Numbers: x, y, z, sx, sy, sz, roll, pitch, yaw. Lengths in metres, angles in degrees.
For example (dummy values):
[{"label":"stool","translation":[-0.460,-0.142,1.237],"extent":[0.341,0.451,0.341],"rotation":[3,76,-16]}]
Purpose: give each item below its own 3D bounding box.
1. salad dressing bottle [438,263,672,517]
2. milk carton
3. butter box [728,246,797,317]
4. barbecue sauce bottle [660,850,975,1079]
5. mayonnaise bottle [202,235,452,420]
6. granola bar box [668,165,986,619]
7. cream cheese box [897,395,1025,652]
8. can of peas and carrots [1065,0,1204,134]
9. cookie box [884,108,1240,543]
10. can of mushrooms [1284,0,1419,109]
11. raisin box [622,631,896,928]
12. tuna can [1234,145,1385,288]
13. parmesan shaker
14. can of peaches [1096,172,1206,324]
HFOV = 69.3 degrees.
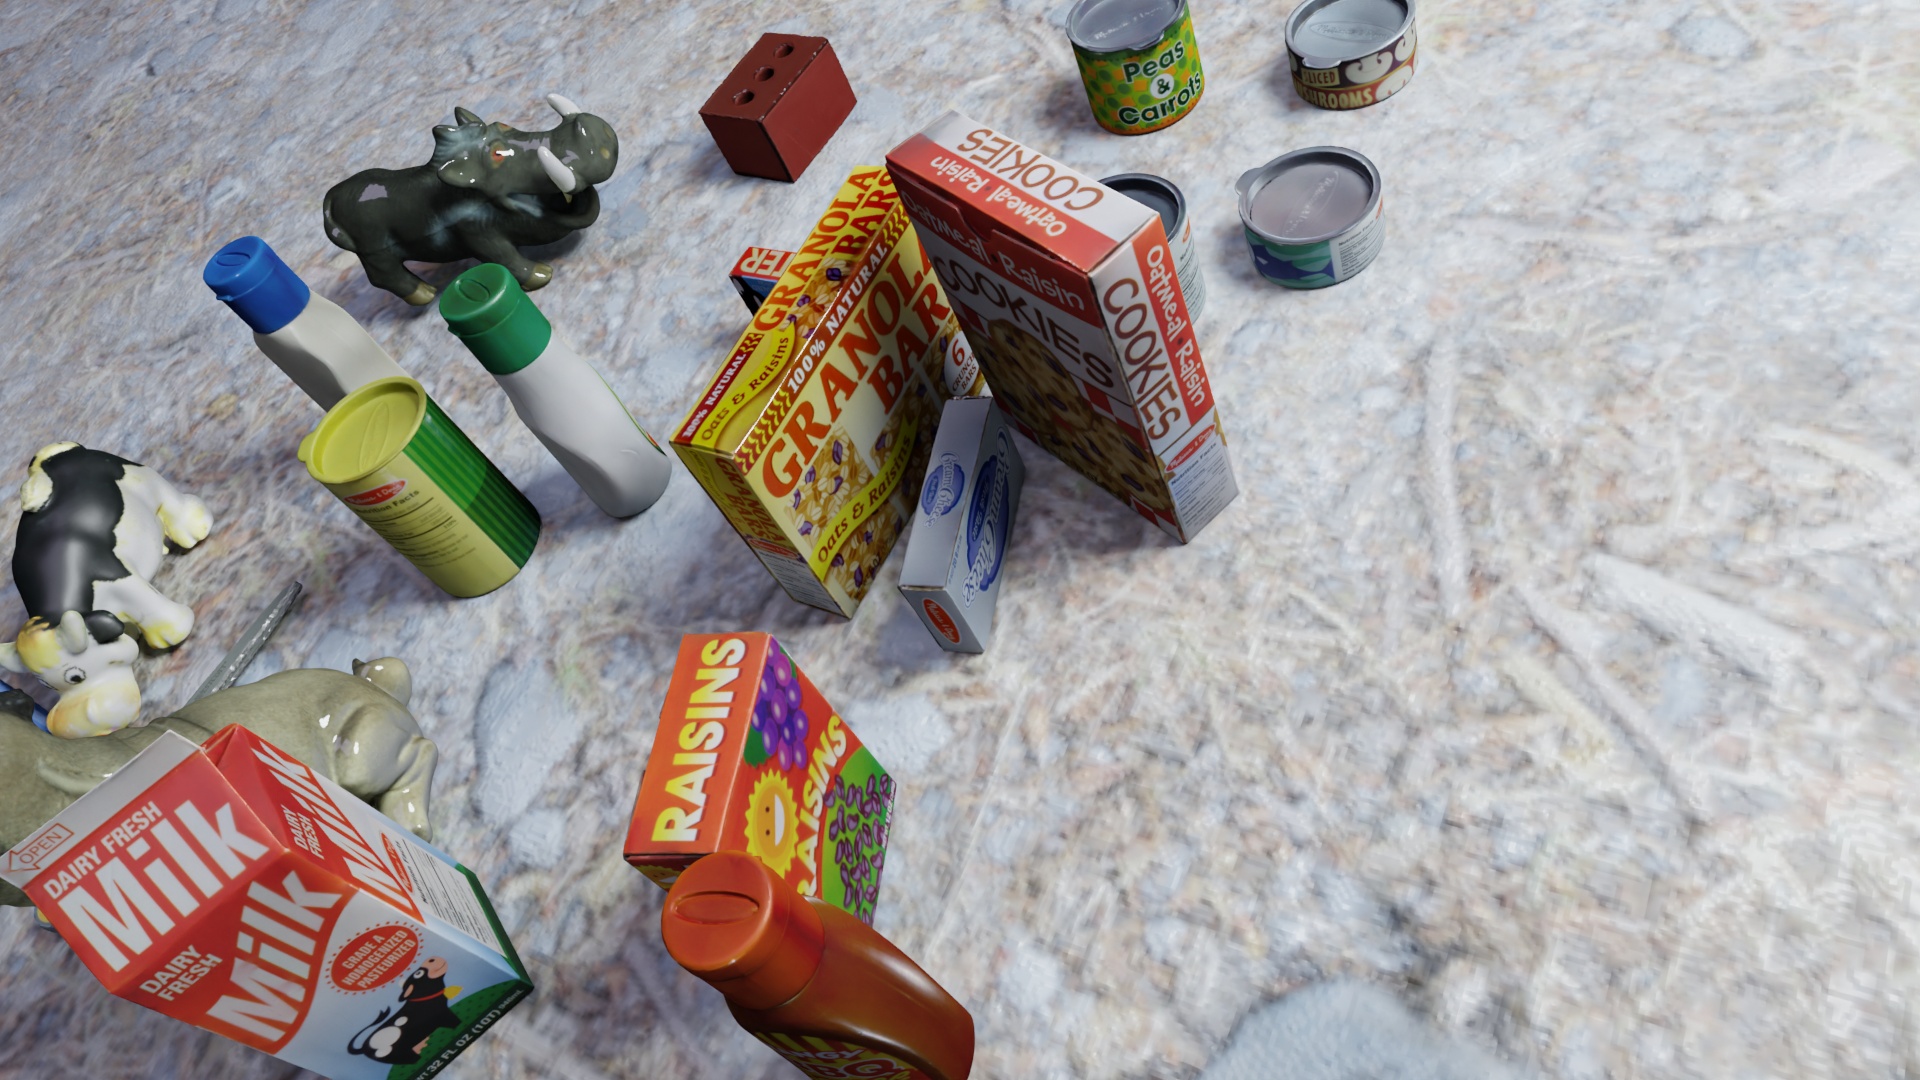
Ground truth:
[{"label":"salad dressing bottle","translation":[-0.195,-0.071,0.679],"extent":[0.064,0.147,0.044],"rotation":[31,71,37]},{"label":"milk carton","translation":[-0.252,0.136,0.519],"extent":[0.072,0.189,0.073],"rotation":[-40,50,-9]},{"label":"butter box","translation":[-0.067,-0.123,0.727],"extent":[0.103,0.053,0.024],"rotation":[13,62,30]},{"label":"barbecue sauce bottle","translation":[-0.046,0.146,0.453],"extent":[0.065,0.148,0.044],"rotation":[-4,54,20]},{"label":"mayonnaise bottle","translation":[-0.349,-0.103,0.767],"extent":[0.065,0.147,0.041],"rotation":[9,59,28]},{"label":"granola bar box","translation":[-0.049,-0.067,0.631],"extent":[0.039,0.123,0.166],"rotation":[13,61,30]},{"label":"cream cheese box","translation":[0.002,-0.008,0.611],"extent":[0.024,0.053,0.104],"rotation":[-2,55,22]},{"label":"can of peas and carrots","translation":[0.098,-0.265,0.761],"extent":[0.071,0.058,0.071],"rotation":[-11,52,15]},{"label":"cookie box","translation":[0.045,-0.085,0.576],"extent":[0.040,0.166,0.123],"rotation":[-43,51,-11]},{"label":"can of mushrooms","translation":[0.204,-0.258,0.728],"extent":[0.071,0.033,0.071],"rotation":[-11,52,15]},{"label":"raisin box","translation":[-0.069,0.101,0.513],"extent":[0.040,0.123,0.086],"rotation":[-4,54,20]},{"label":"tuna can","translation":[0.167,-0.155,0.667],"extent":[0.071,0.032,0.071],"rotation":[-11,52,15]},{"label":"parmesan shaker","translation":[-0.272,-0.025,0.705],"extent":[0.071,0.102,0.071],"rotation":[-11,52,15]},{"label":"can of peaches","translation":[0.079,-0.133,0.670],"extent":[0.071,0.058,0.071],"rotation":[-11,52,15]}]
